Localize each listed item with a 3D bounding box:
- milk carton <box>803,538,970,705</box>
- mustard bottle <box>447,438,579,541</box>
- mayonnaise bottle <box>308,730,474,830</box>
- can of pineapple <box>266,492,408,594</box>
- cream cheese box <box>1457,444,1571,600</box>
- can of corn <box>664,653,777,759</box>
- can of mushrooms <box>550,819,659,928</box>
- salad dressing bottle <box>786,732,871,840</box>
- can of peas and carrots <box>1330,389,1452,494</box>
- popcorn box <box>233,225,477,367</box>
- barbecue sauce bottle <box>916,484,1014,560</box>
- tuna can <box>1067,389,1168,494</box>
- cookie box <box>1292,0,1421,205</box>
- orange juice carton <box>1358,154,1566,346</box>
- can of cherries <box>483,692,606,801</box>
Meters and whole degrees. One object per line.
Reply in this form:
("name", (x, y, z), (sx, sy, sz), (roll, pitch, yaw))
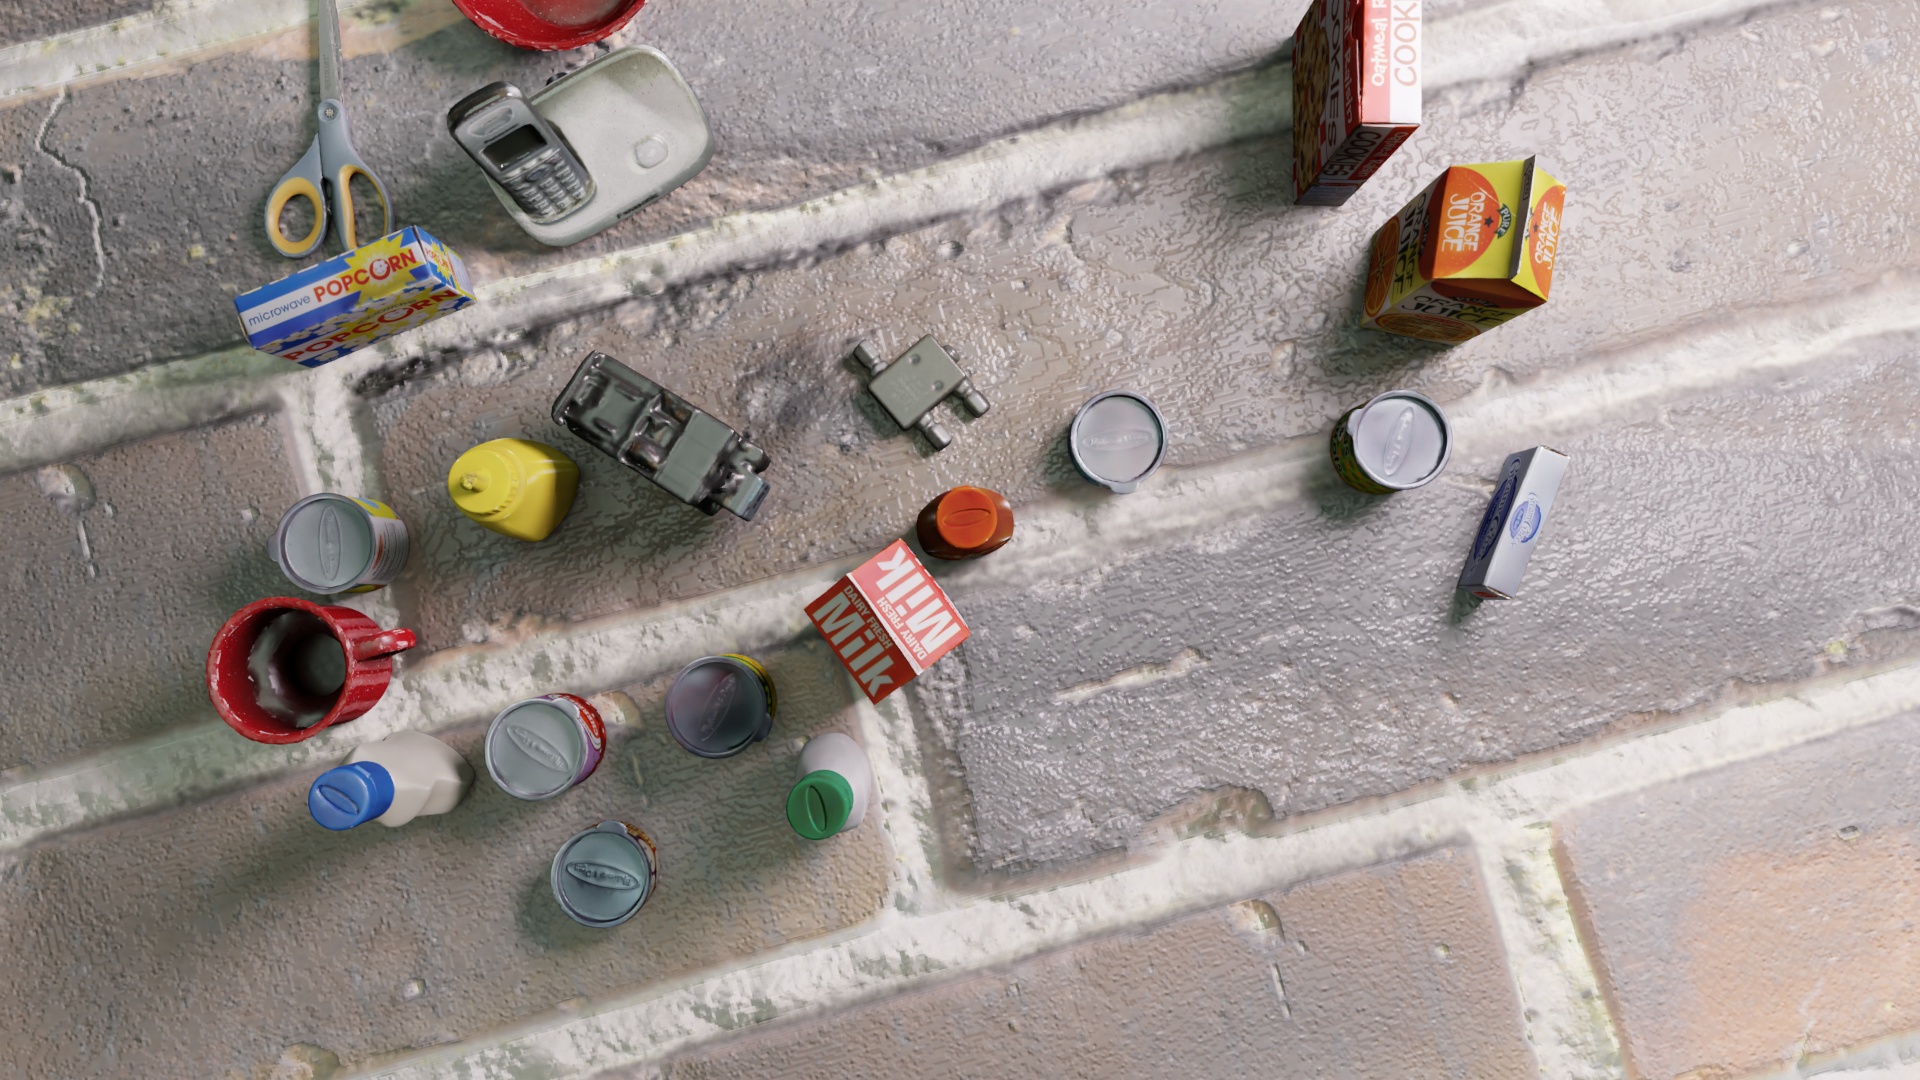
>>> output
("milk carton", (-0.043, 0.049, 0.860), (0.073, 0.190, 0.072), (-36, 88, -2))
("mustard bottle", (-0.287, -0.035, 0.878), (0.049, 0.160, 0.065), (26, 88, 1))
("mayonnaise bottle", (-0.360, 0.153, 0.874), (0.065, 0.148, 0.041), (33, 88, 1))
("can of pineapple", (-0.413, 0.002, 0.927), (0.071, 0.058, 0.071), (0, 87, 0))
("cream cheese box", (0.371, -0.011, 0.934), (0.024, 0.053, 0.104), (23, 87, 1))
("can of corn", (-0.155, 0.110, 0.922), (0.071, 0.058, 0.071), (0, 87, 0))
("can of mushrooms", (-0.236, 0.220, 0.929), (0.071, 0.033, 0.071), (0, 87, 0))
("salad dressing bottle", (-0.083, 0.157, 0.876), (0.044, 0.147, 0.064), (-14, 88, -1))
("can of peas and carrots", (0.286, -0.065, 0.934), (0.071, 0.058, 0.071), (0, 87, 0))
("popcorn box", (-0.398, -0.159, 0.922), (0.127, 0.085, 0.038), (-22, 88, -1))
("barbecue sauce bottle", (0.003, -0.011, 0.884), (0.065, 0.148, 0.043), (-10, 88, -1))
("tuna can", (0.107, -0.065, 0.946), (0.071, 0.033, 0.071), (0, 87, 0))
("cookie box", (0.250, -0.299, 0.891), (0.040, 0.167, 0.123), (1, 87, 0))
("orange juice carton", (0.318, -0.179, 0.873), (0.073, 0.192, 0.072), (11, 88, 0))
("can of cherries", (-0.272, 0.134, 0.920), (0.071, 0.058, 0.071), (0, 87, 0))
